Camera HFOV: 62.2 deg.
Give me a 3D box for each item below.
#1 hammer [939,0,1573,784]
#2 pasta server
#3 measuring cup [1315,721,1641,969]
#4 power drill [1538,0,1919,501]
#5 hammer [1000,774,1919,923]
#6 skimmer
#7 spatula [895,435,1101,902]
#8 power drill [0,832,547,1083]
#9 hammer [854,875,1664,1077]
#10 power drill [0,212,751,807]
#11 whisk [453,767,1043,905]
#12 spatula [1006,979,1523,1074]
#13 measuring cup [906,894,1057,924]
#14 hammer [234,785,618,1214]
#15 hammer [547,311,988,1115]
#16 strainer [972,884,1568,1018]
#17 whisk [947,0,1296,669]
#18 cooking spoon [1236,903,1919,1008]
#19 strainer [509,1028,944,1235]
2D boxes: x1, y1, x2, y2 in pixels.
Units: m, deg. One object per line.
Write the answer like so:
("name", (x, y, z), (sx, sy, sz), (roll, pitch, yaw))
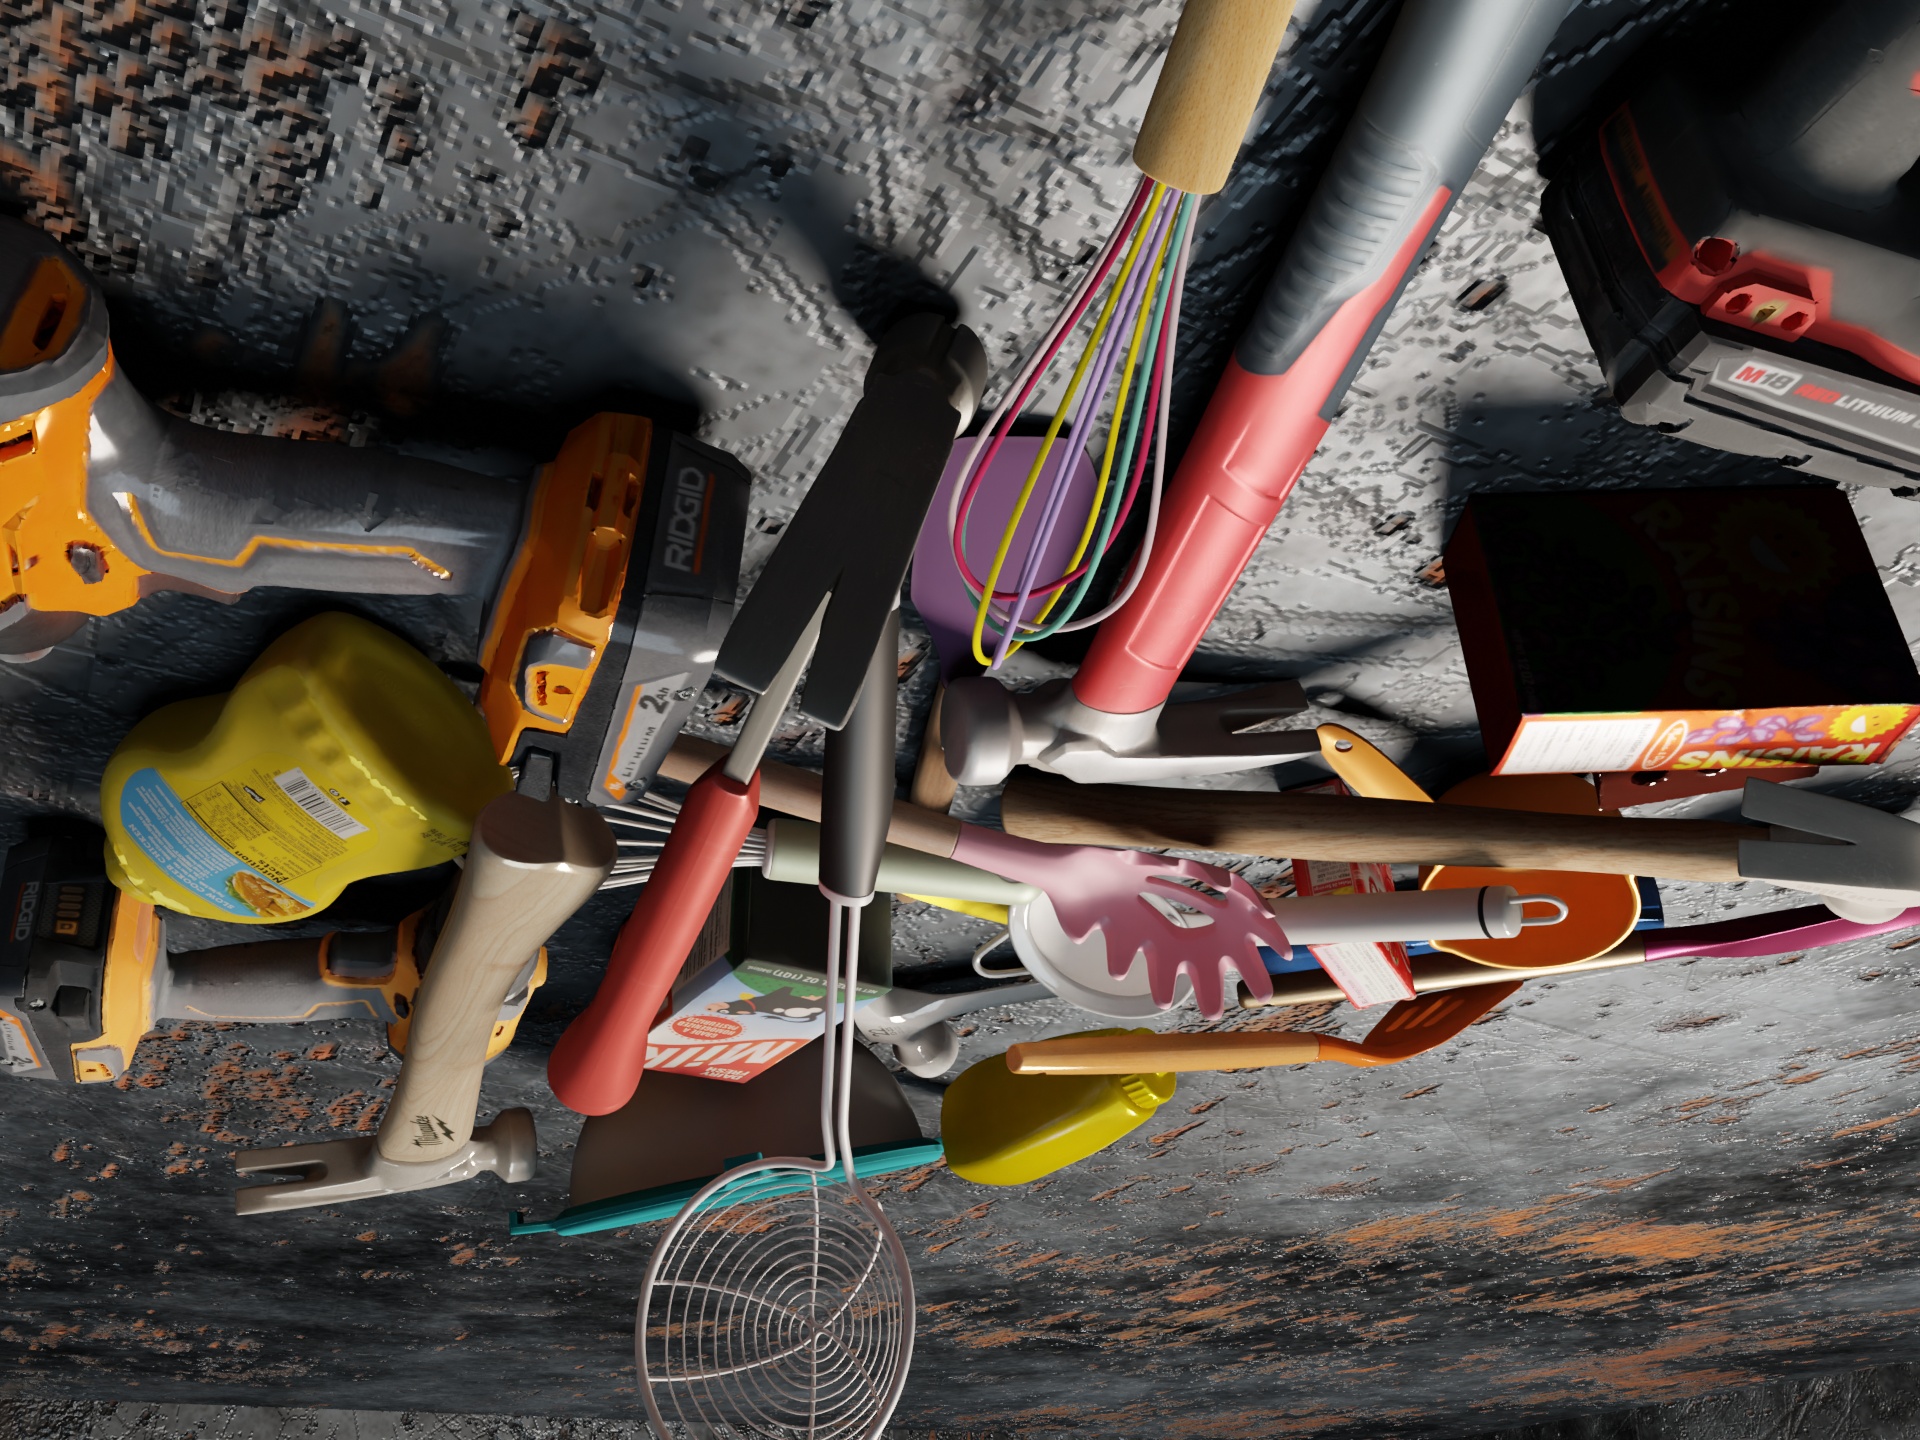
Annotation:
("hammer", (0.102, -0.092, 0.432), (0.143, 0.038, 0.386), (-3, 149, -16))
("pasta server", (-0.028, 0.041, 0.596), (0.316, 0.040, 0.060), (17, 118, -6))
("measuring cup", (0.208, 0.036, 0.660), (0.173, 0.052, 0.095), (37, 133, -20))
("power drill", (0.254, -0.147, 0.320), (0.187, 0.080, 0.226), (9, 145, -19))
("hammer", (0.170, 0.042, 0.588), (0.331, 0.031, 0.130), (2, 169, 25))
("skimmer", (-0.063, 0.123, 0.580), (0.127, 0.090, 0.363), (23, 121, 31))
("spatula", (-0.001, -0.002, 0.604), (0.059, 0.018, 0.315), (0, 149, -10))
("power drill", (-0.300, 0.104, 0.710), (0.226, 0.084, 0.185), (7, 148, -23))
("hammer", (0.135, 0.119, 0.800), (0.405, 0.035, 0.143), (-12, 148, 16))
("power drill", (-0.191, -0.045, 0.464), (0.226, 0.084, 0.164), (15, 147, -18))
("whisk", (-0.085, 0.051, 0.640), (0.246, 0.058, 0.059), (7, 144, -10))
("spatula", (0.153, 0.152, 0.783), (0.322, 0.041, 0.081), (6, 161, -35))
("measuring cup", (0.020, 0.075, 0.719), (0.156, 0.029, 0.062), (22, 134, -34))
("hammer", (-0.226, 0.135, 0.675), (0.146, 0.038, 0.410), (-1, 151, -26))
("hammer", (-0.084, 0.045, 0.505), (0.036, 0.149, 0.359), (26, 136, -7))
("strainer", (0.116, 0.082, 0.643), (0.258, 0.050, 0.086), (-9, 120, 39))
("whisk", (0.043, -0.108, 0.367), (0.047, 0.051, 0.244), (-7, 137, -28))
("cooking spoon", (0.288, 0.107, 0.735), (0.319, 0.017, 0.068), (-10, 159, 12))
("strainer", (-0.081, 0.221, 0.927), (0.211, 0.095, 0.340), (-23, 162, 35))
